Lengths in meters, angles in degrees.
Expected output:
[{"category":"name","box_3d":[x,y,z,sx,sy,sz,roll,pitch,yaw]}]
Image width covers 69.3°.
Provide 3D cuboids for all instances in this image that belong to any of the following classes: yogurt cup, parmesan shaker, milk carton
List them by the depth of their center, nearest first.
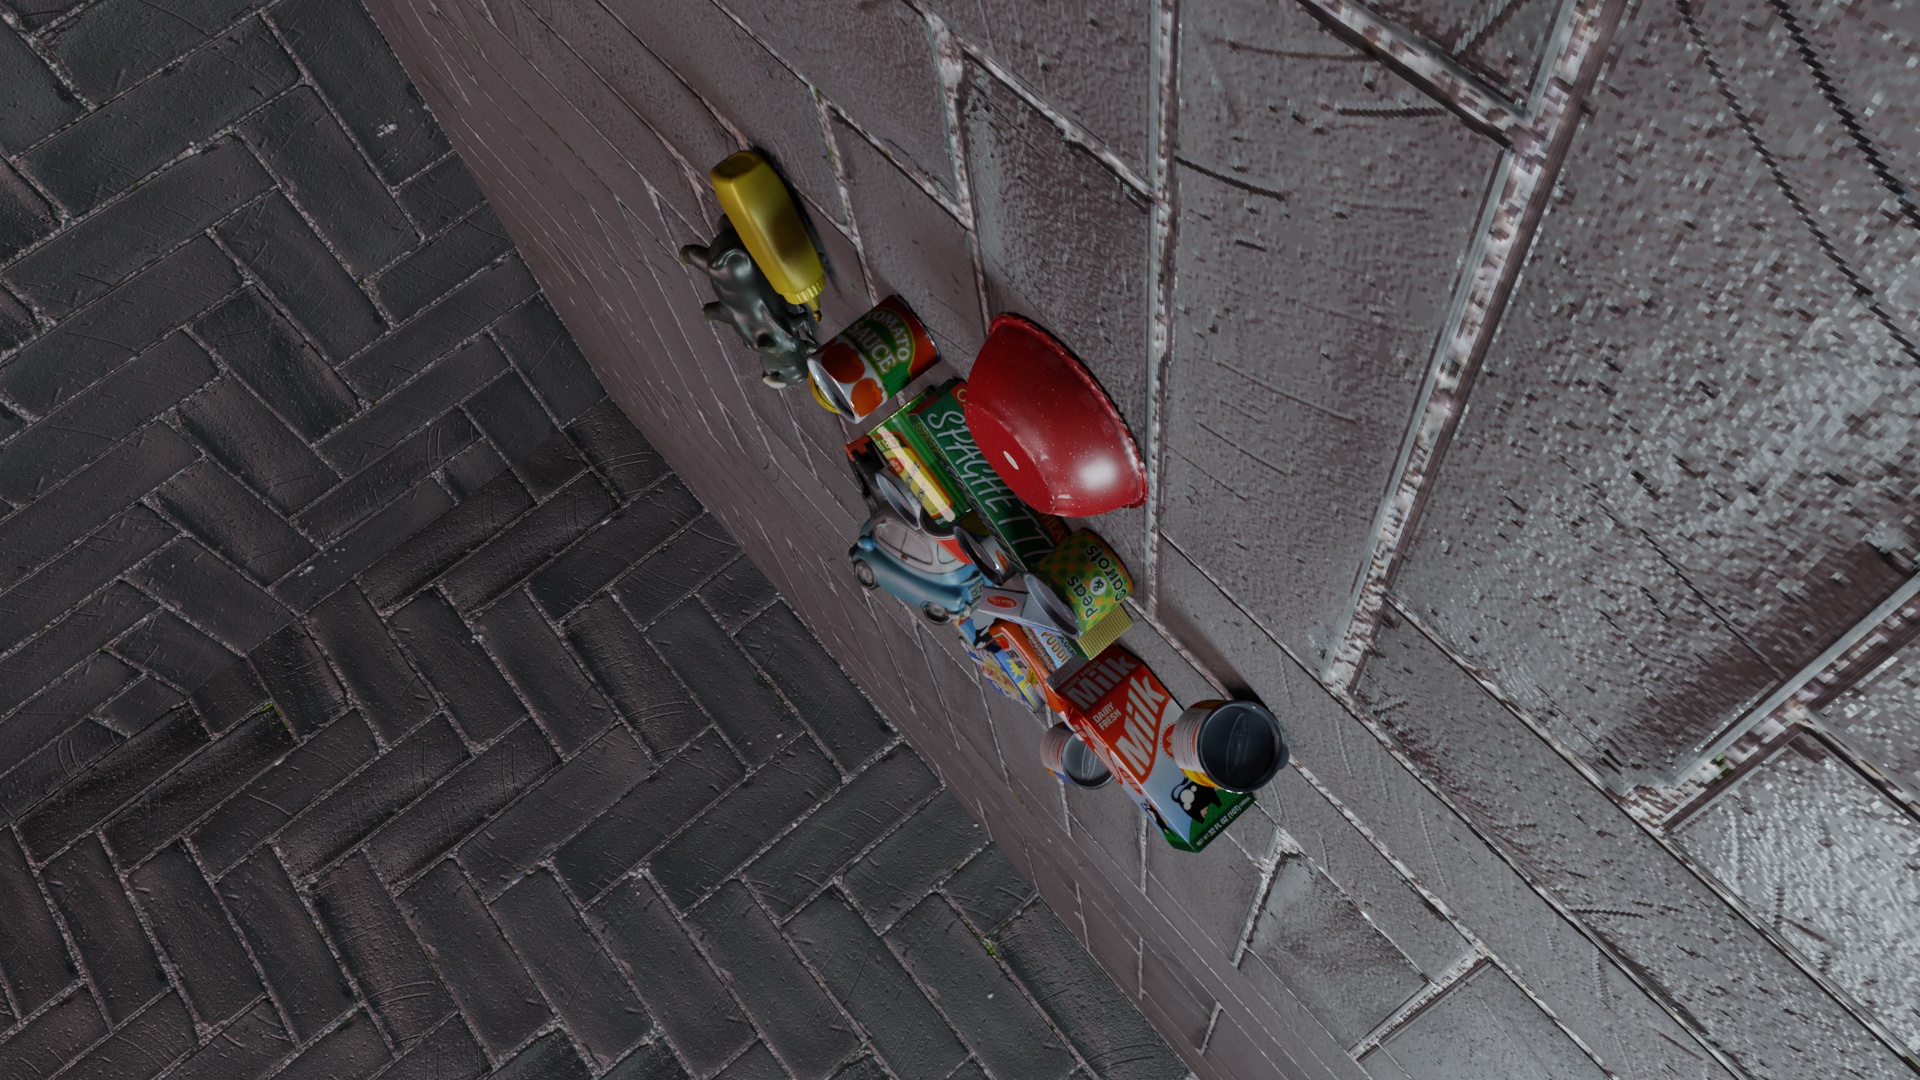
[{"category":"parmesan shaker","box_3d":[-0.021,-0.070,1.171,0.103,0.071,0.071,53,168,-6]},{"category":"milk carton","box_3d":[0.159,0.173,1.203,0.190,0.072,0.073,51,168,4]},{"category":"yogurt cup","box_3d":[0.004,-0.016,1.245,0.072,0.072,0.053,39,170,45]}]

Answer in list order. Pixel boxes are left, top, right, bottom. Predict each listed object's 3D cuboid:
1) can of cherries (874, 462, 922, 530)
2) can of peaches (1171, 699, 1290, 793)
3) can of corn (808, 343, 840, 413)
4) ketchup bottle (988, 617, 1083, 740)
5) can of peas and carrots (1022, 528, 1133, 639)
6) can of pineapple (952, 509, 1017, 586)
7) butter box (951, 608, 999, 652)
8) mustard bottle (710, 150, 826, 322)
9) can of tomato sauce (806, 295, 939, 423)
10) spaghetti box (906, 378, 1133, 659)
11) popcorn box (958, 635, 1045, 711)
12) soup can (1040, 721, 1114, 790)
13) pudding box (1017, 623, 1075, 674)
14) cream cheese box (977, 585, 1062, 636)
[{"category":"can of cherries","box_3d":[-0.036,-0.052,1.296,0.071,0.058,0.071,47,167,15]},{"category":"can of peaches","box_3d":[0.197,0.150,1.017,0.071,0.071,0.058,52,167,-2]},{"category":"can of corn","box_3d":[-0.100,-0.147,1.230,0.071,0.071,0.058,54,168,-11]},{"category":"ketchup bottle","box_3d":[0.090,0.135,1.414,0.149,0.043,0.064,52,168,-3]},{"category":"can of peas and carrots","box_3d":[0.092,0.033,1.072,0.071,0.059,0.070,48,166,15]},{"category":"can of pineapple","box_3d":[0.035,-0.005,1.173,0.071,0.058,0.070,49,167,15]},{"category":"butter box","box_3d":[0.006,0.065,1.497,0.103,0.053,0.024,52,170,0]},{"category":"mustard bottle","box_3d":[-0.151,-0.249,1.167,0.065,0.049,0.159,39,163,47]},{"category":"can of tomato sauce","box_3d":[-0.069,-0.143,1.092,0.071,0.083,0.071,48,168,14]},{"category":"spaghetti box","box_3d":[0.049,-0.015,1.111,0.249,0.050,0.028,54,165,-12]},{"category":"popcorn box","box_3d":[0.053,0.141,1.580,0.085,0.038,0.126,54,168,-15]},{"category":"soup can","box_3d":[0.131,0.232,1.500,0.071,0.071,0.083,53,168,-6]},{"category":"pudding box","box_3d":[0.088,0.097,1.343,0.083,0.030,0.050,57,166,-27]},{"category":"cream cheese box","box_3d":[0.069,0.063,1.179,0.104,0.024,0.053,20,172,-42]}]
